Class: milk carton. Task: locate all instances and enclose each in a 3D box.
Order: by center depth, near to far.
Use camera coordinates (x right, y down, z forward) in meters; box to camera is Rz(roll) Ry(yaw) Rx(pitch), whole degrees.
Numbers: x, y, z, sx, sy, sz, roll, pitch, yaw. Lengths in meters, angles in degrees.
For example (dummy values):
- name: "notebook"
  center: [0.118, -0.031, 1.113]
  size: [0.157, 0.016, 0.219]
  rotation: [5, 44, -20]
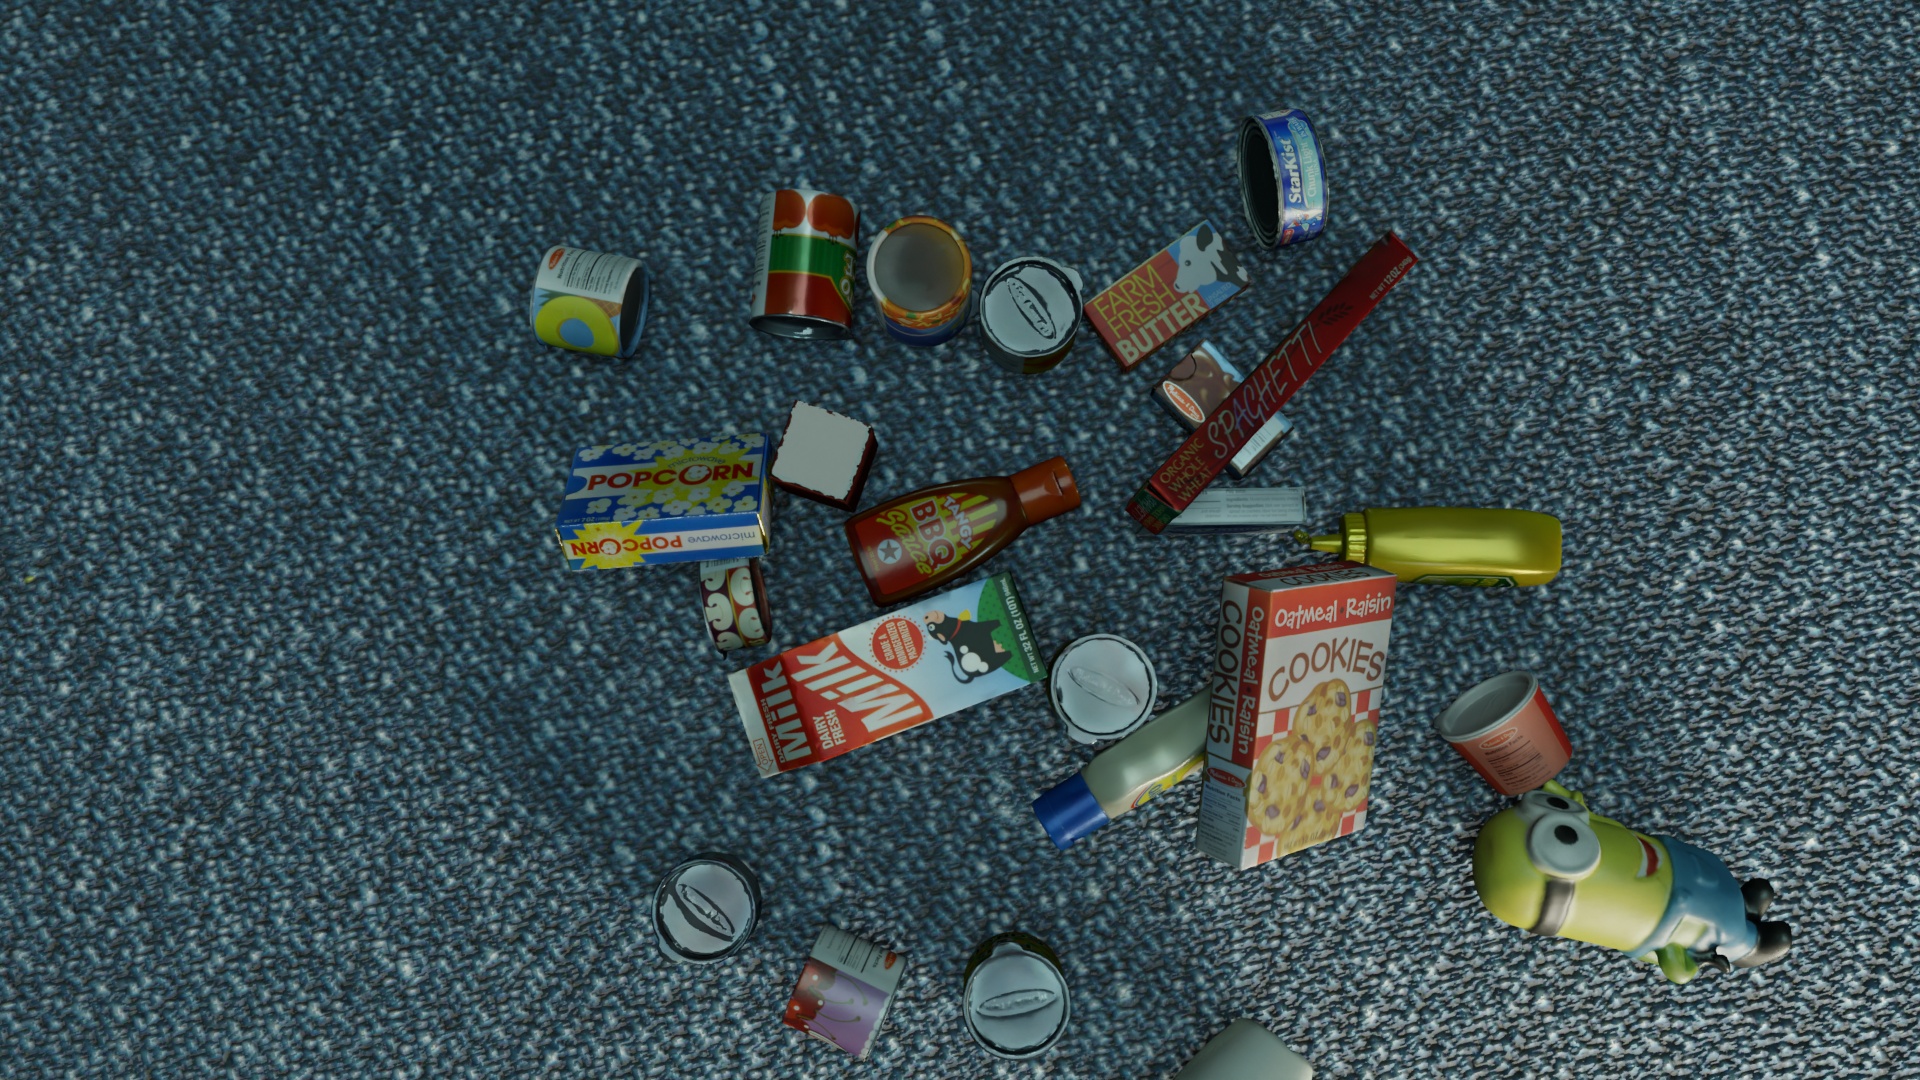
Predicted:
- name: "milk carton"
  center: [-0.047, 0.085, 0.875]
  size: [0.191, 0.073, 0.072]
  rotation: [-19, 85, -1]

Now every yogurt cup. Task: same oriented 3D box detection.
- name: "yogurt cup"
  center: [0.346, 0.123, 0.874]
  size: [0.072, 0.072, 0.054]
  rotation: [-37, 94, -2]

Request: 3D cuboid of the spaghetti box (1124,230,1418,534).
- name: "spaghetti box"
  center: [0.196, -0.100, 0.869]
  size: [0.029, 0.050, 0.251]
  rotation: [44, 72, 4]

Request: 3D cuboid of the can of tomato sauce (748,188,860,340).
- name: "can of tomato sauce"
  center: [-0.099, -0.177, 0.901]
  size: [0.071, 0.071, 0.083]
  rotation: [4, 85, 1]

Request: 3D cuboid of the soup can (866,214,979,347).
- name: "soup can"
  center: [-0.022, -0.165, 0.890]
  size: [0.071, 0.083, 0.071]
  rotation: [0, 85, 0]

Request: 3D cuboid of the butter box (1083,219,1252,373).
- name: "butter box"
  center: [0.135, -0.161, 0.919]
  size: [0.103, 0.024, 0.053]
  rotation: [-35, 85, -3]

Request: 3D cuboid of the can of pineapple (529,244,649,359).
- name: "can of pineapple"
  center: [-0.239, -0.153, 0.902]
  size: [0.058, 0.071, 0.071]
  rotation: [11, 86, 1]

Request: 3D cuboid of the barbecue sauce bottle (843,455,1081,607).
- name: "barbecue sauce bottle"
  center: [0.003, -0.011, 0.897]
  size: [0.149, 0.043, 0.065]
  rotation: [-22, 85, -2]

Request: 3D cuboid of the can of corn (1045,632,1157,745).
- name: "can of corn"
  center: [0.087, 0.094, 0.880]
  size: [0.071, 0.058, 0.071]
  rotation: [0, 86, 0]

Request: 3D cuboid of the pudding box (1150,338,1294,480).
- name: "pudding box"
  center: [0.171, -0.086, 0.909]
  size: [0.049, 0.030, 0.084]
  rotation: [-45, 86, -2]

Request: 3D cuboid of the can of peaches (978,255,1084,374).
- name: "can of peaches"
  center: [0.047, -0.146, 0.901]
  size: [0.071, 0.058, 0.071]
  rotation: [0, 85, 1]

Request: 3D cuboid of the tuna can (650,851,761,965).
- name: "tuna can"
  center: [-0.162, 0.235, 0.883]
  size: [0.071, 0.033, 0.071]
  rotation: [0, 85, 1]

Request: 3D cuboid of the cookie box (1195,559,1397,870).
- name: "cookie box"
  center: [0.202, 0.100, 0.836]
  size: [0.123, 0.040, 0.167]
  rotation: [-4, 103, -39]

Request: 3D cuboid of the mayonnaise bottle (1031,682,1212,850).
- name: "mayonnaise bottle"
  center: [0.116, 0.142, 0.876]
  size: [0.148, 0.064, 0.041]
  rotation: [-33, 68, 2]

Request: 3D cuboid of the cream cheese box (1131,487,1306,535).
- name: "cream cheese box"
  center: [0.165, -0.018, 0.892]
  size: [0.104, 0.053, 0.024]
  rotation: [-1, 84, 0]

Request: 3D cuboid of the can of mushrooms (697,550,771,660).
- name: "can of mushrooms"
  center: [-0.143, 0.039, 0.884]
  size: [0.033, 0.071, 0.071]
  rotation: [-12, 86, -1]

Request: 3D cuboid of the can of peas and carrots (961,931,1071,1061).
- name: "can of peas and carrots"
  center: [0.033, 0.280, 0.865]
  size: [0.071, 0.058, 0.071]
  rotation: [0, 85, 0]

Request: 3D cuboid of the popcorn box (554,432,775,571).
- name: "popcorn box"
  center: [-0.183, -0.026, 0.879]
  size: [0.127, 0.085, 0.038]
  rotation: [-4, 130, 0]

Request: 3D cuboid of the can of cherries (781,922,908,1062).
- name: "can of cherries"
  center: [-0.072, 0.282, 0.862]
  size: [0.058, 0.071, 0.071]
  rotation: [23, 86, 2]

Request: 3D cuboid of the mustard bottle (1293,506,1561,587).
- name: "mustard bottle"
  center: [0.294, 0.004, 0.887]
  size: [0.160, 0.065, 0.049]
  rotation: [2, 80, 7]
